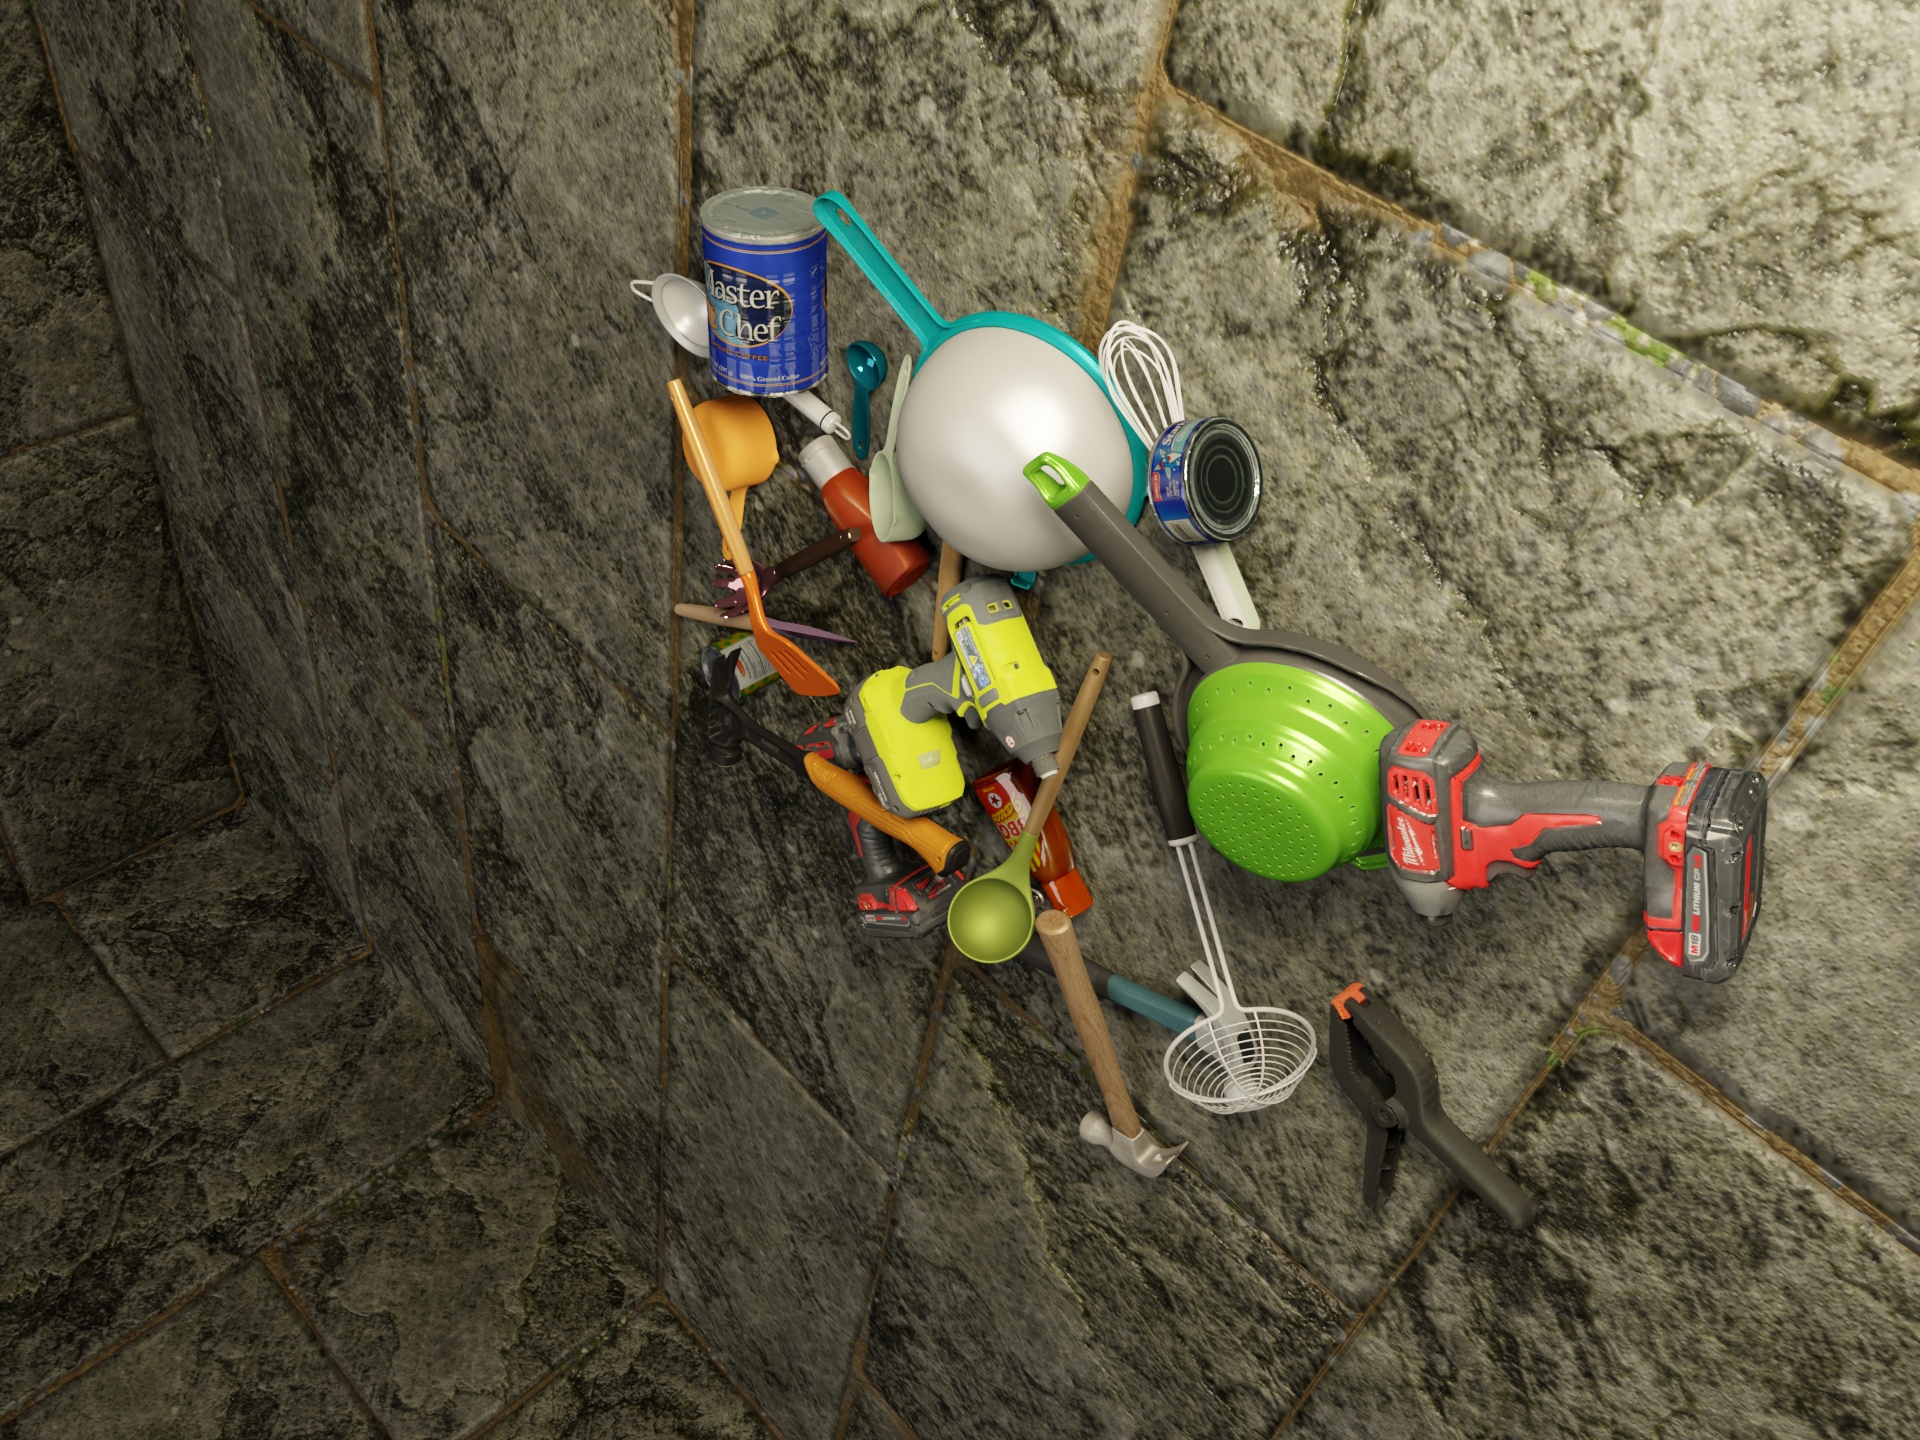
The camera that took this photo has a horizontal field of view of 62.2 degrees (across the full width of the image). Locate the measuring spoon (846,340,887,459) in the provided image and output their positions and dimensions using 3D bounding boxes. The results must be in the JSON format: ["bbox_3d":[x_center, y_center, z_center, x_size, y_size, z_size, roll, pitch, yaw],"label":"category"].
[{"bbox_3d":[-0.077,-0.273,1.355,0.042,0.021,0.128,42,151,22],"label":"measuring spoon"}]

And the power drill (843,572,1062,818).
[{"bbox_3d":[-0.002,-0.004,1.365,0.223,0.080,0.171,-34,75,52],"label":"power drill"}]

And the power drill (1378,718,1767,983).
[{"bbox_3d":[0.368,0.081,0.980,0.220,0.078,0.143,9,123,35],"label":"power drill"}]

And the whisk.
[{"bbox_3d":[0.157,-0.164,1.117,0.058,0.059,0.246,-10,112,42],"label":"whisk"}]

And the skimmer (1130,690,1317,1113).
[{"bbox_3d":[0.195,0.152,1.299,0.090,0.127,0.363,-43,-63,-84],"label":"skimmer"}]

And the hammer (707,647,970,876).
[{"bbox_3d":[-0.122,0.050,1.522,0.337,0.034,0.127,29,127,32],"label":"hammer"}]

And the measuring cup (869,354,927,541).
[{"bbox_3d":[-0.042,-0.224,1.314,0.083,0.038,0.167,-115,29,-47],"label":"measuring cup"}]

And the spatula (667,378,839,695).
[{"bbox_3d":[-0.200,-0.163,1.479,0.081,0.041,0.322,-2,112,54],"label":"spatula"}]

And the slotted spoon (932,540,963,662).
[{"bbox_3d":[-0.005,-0.165,1.334,0.070,0.031,0.313,38,142,27],"label":"slotted spoon"}]

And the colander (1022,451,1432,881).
[{"bbox_3d":[0.168,-0.014,1.083,0.397,0.094,0.204,46,147,-10],"label":"colander"}]

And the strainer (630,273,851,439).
[{"bbox_3d":[-0.190,-0.329,1.427,0.258,0.050,0.086,41,151,15],"label":"strainer"}]

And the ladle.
[{"bbox_3d":[0.065,0.079,1.355,0.078,0.062,0.320,28,123,12],"label":"ladle"}]

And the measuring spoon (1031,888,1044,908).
[{"bbox_3d":[0.062,0.163,1.478,0.034,0.018,0.124,57,164,0],"label":"measuring spoon"}]

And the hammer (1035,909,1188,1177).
[{"bbox_3d":[0.129,0.304,1.466,0.130,0.031,0.331,20,140,45],"label":"hammer"}]

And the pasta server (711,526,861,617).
[{"bbox_3d":[-0.167,-0.145,1.499,0.316,0.040,0.060,-11,85,63],"label":"pasta server"}]

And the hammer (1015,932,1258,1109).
[{"bbox_3d":[0.131,0.243,1.466,0.331,0.033,0.128,19,130,43],"label":"hammer"}]

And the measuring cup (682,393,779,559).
[{"bbox_3d":[-0.229,-0.225,1.516,0.095,0.052,0.173,34,127,29],"label":"measuring cup"}]

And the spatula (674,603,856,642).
[{"bbox_3d":[-0.213,-0.100,1.628,0.316,0.059,0.018,13,95,51],"label":"spatula"}]

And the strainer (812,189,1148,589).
[{"bbox_3d":[-0.013,-0.236,1.173,0.340,0.095,0.211,50,142,-9],"label":"strainer"}]

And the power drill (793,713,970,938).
[{"bbox_3d":[-0.066,0.097,1.567,0.188,0.080,0.226,-9,105,53],"label":"power drill"}]
